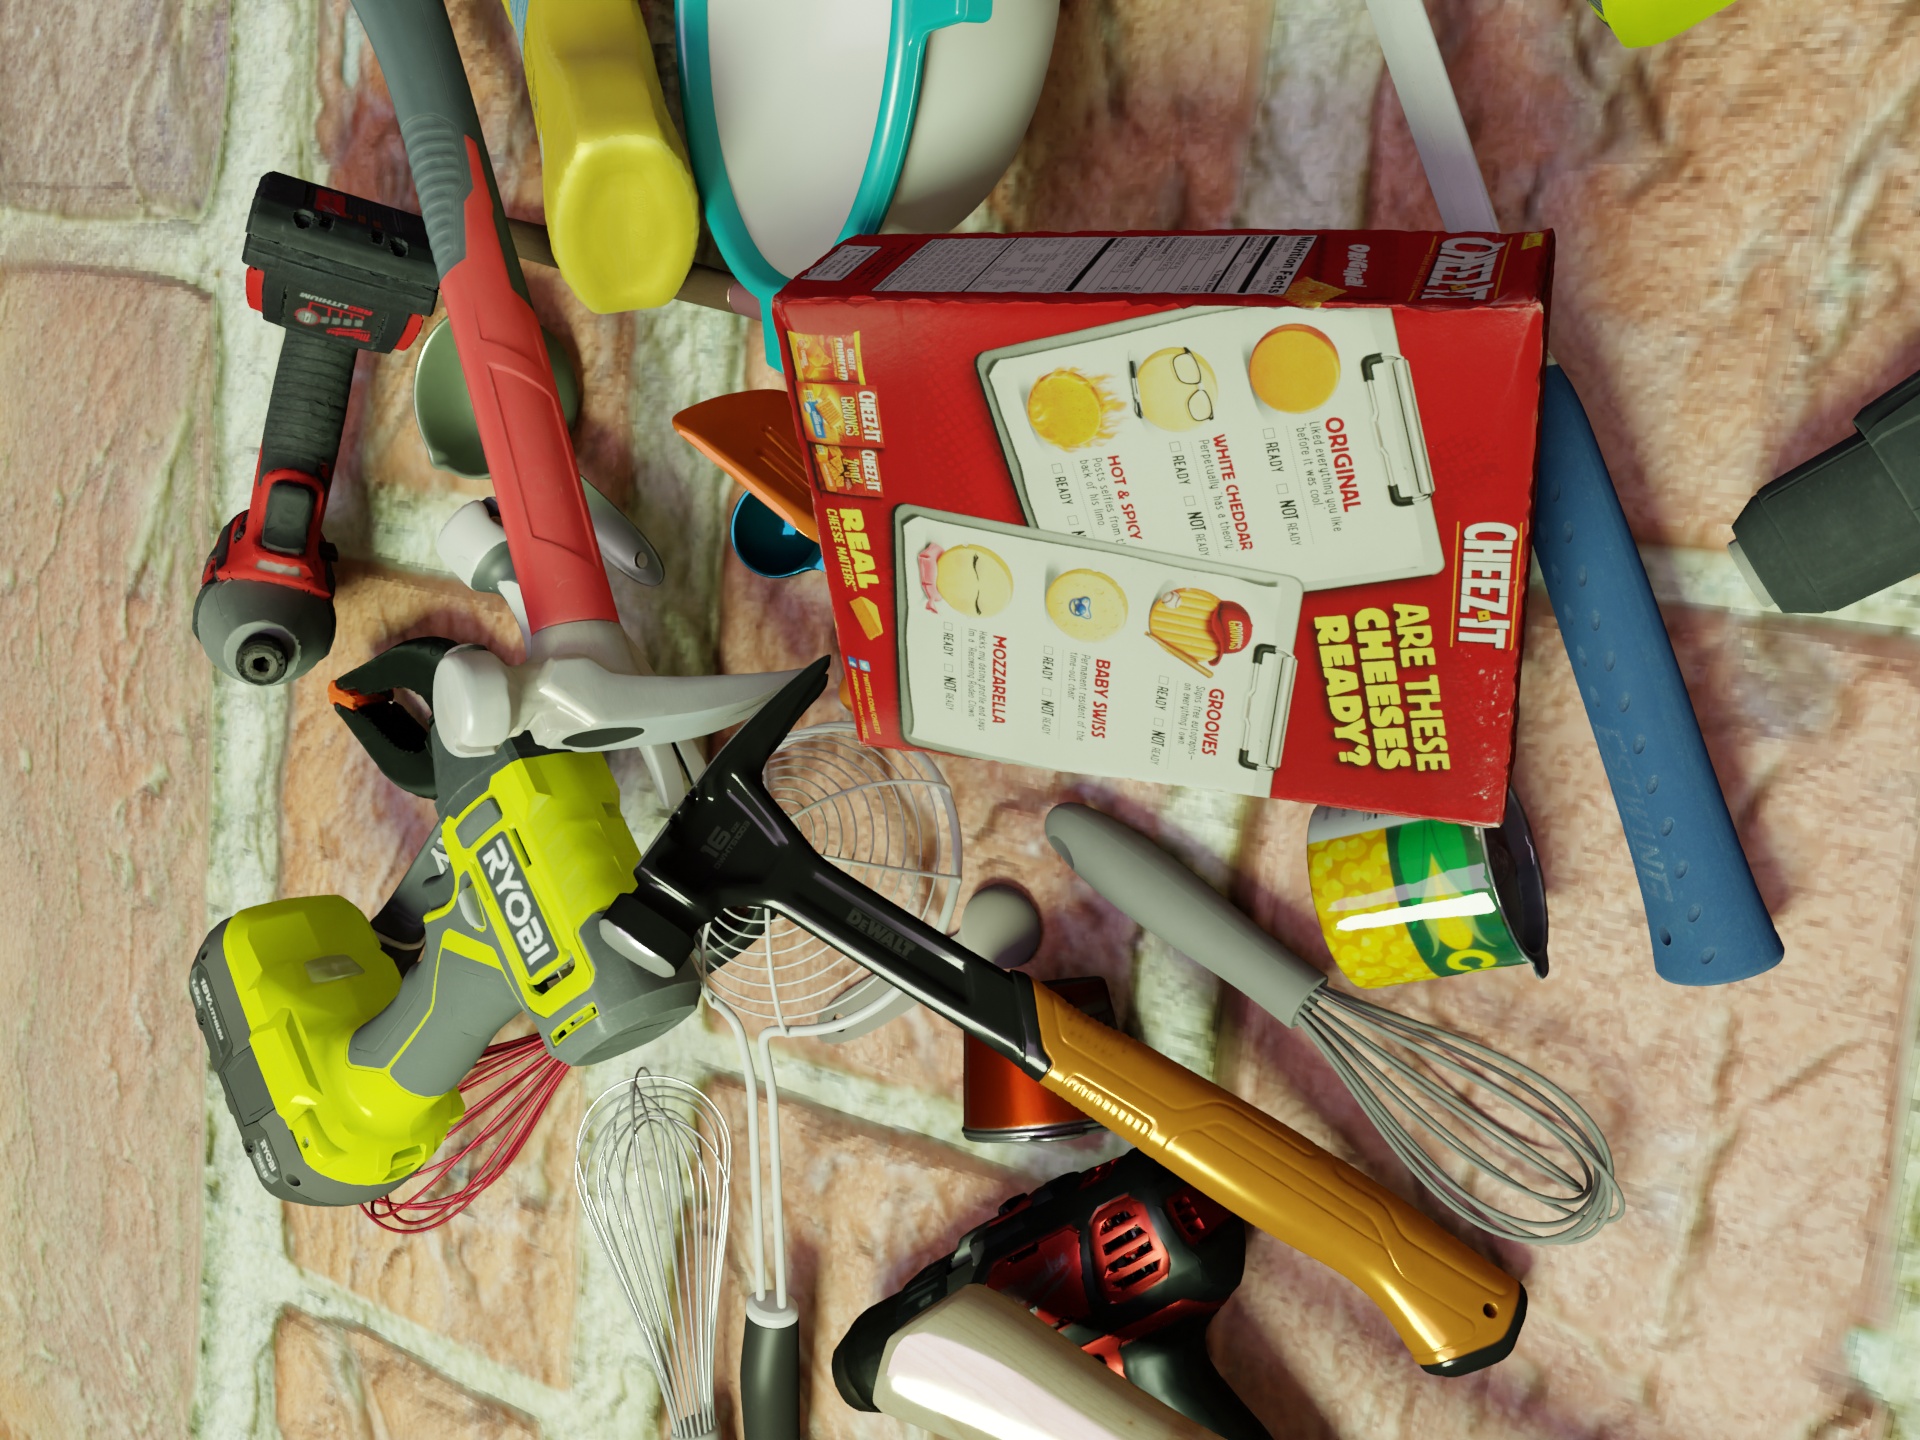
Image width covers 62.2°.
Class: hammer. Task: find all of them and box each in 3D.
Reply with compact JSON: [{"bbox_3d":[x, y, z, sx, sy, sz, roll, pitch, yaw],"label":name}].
[{"bbox_3d":[-0.179,-0.170,0.654,0.038,0.143,0.386,-38,65,49],"label":"hammer"},{"bbox_3d":[0.162,0.286,0.491,0.411,0.038,0.146,17,85,16],"label":"hammer"},{"bbox_3d":[0.170,-0.116,0.483,0.405,0.035,0.144,71,163,-1],"label":"hammer"},{"bbox_3d":[0.048,0.112,0.554,0.337,0.034,0.127,32,69,4],"label":"hammer"},{"bbox_3d":[-0.253,0.092,0.746,0.149,0.036,0.408,45,122,9],"label":"hammer"}]

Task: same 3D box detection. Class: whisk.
[{"bbox_3d":[0.122,0.099,0.560,0.239,0.055,0.055,36,111,27],"label":"whisk"},{"bbox_3d":[-0.122,0.293,0.710,0.070,0.070,0.284,-4,98,30],"label":"whisk"},{"bbox_3d":[-0.190,0.154,0.734,0.296,0.073,0.073,-37,77,21],"label":"whisk"}]

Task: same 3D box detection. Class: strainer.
[{"bbox_3d":[-0.041,-0.311,0.577,0.211,0.095,0.341,-47,54,57],"label":"strainer"}]

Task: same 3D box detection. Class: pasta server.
[{"bbox_3d":[-0.107,-0.183,0.669,0.316,0.040,0.060,22,105,30],"label":"pasta server"}]

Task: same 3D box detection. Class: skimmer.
[{"bbox_3d":[-0.062,0.182,0.670,0.127,0.090,0.363,14,114,29],"label":"skimmer"}]

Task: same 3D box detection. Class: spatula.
[{"bbox_3d":[0.040,-0.053,0.585,0.323,0.081,0.041,23,118,20],"label":"spatula"}]

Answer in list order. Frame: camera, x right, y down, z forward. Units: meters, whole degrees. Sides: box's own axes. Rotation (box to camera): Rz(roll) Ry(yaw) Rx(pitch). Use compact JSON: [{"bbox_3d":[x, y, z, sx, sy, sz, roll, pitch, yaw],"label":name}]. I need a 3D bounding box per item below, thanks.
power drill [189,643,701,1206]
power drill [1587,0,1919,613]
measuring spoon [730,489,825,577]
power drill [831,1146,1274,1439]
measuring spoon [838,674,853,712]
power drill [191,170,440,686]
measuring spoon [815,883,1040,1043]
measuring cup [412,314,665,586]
[{"bbox_3d":[-0.218,0.089,0.654,0.223,0.080,0.171,-37,73,28],"label":"power drill"},{"bbox_3d":[0.266,-0.157,0.432,0.190,0.080,0.228,-31,83,28],"label":"power drill"},{"bbox_3d":[-0.035,-0.060,0.649,0.129,0.021,0.042,28,98,15],"label":"measuring spoon"},{"bbox_3d":[0.060,0.290,0.595,0.188,0.080,0.227,-36,75,27],"label":"power drill"},{"bbox_3d":[-0.001,-0.002,0.634,0.117,0.011,0.021,13,102,28],"label":"measuring spoon"},{"bbox_3d":[-0.300,-0.124,0.723,0.219,0.078,0.143,-70,27,18],"label":"power drill"},{"bbox_3d":[-0.019,0.106,0.651,0.124,0.018,0.034,-35,78,28],"label":"measuring spoon"},{"bbox_3d":[-0.177,-0.116,0.708,0.168,0.038,0.083,44,114,16],"label":"measuring cup"}]
